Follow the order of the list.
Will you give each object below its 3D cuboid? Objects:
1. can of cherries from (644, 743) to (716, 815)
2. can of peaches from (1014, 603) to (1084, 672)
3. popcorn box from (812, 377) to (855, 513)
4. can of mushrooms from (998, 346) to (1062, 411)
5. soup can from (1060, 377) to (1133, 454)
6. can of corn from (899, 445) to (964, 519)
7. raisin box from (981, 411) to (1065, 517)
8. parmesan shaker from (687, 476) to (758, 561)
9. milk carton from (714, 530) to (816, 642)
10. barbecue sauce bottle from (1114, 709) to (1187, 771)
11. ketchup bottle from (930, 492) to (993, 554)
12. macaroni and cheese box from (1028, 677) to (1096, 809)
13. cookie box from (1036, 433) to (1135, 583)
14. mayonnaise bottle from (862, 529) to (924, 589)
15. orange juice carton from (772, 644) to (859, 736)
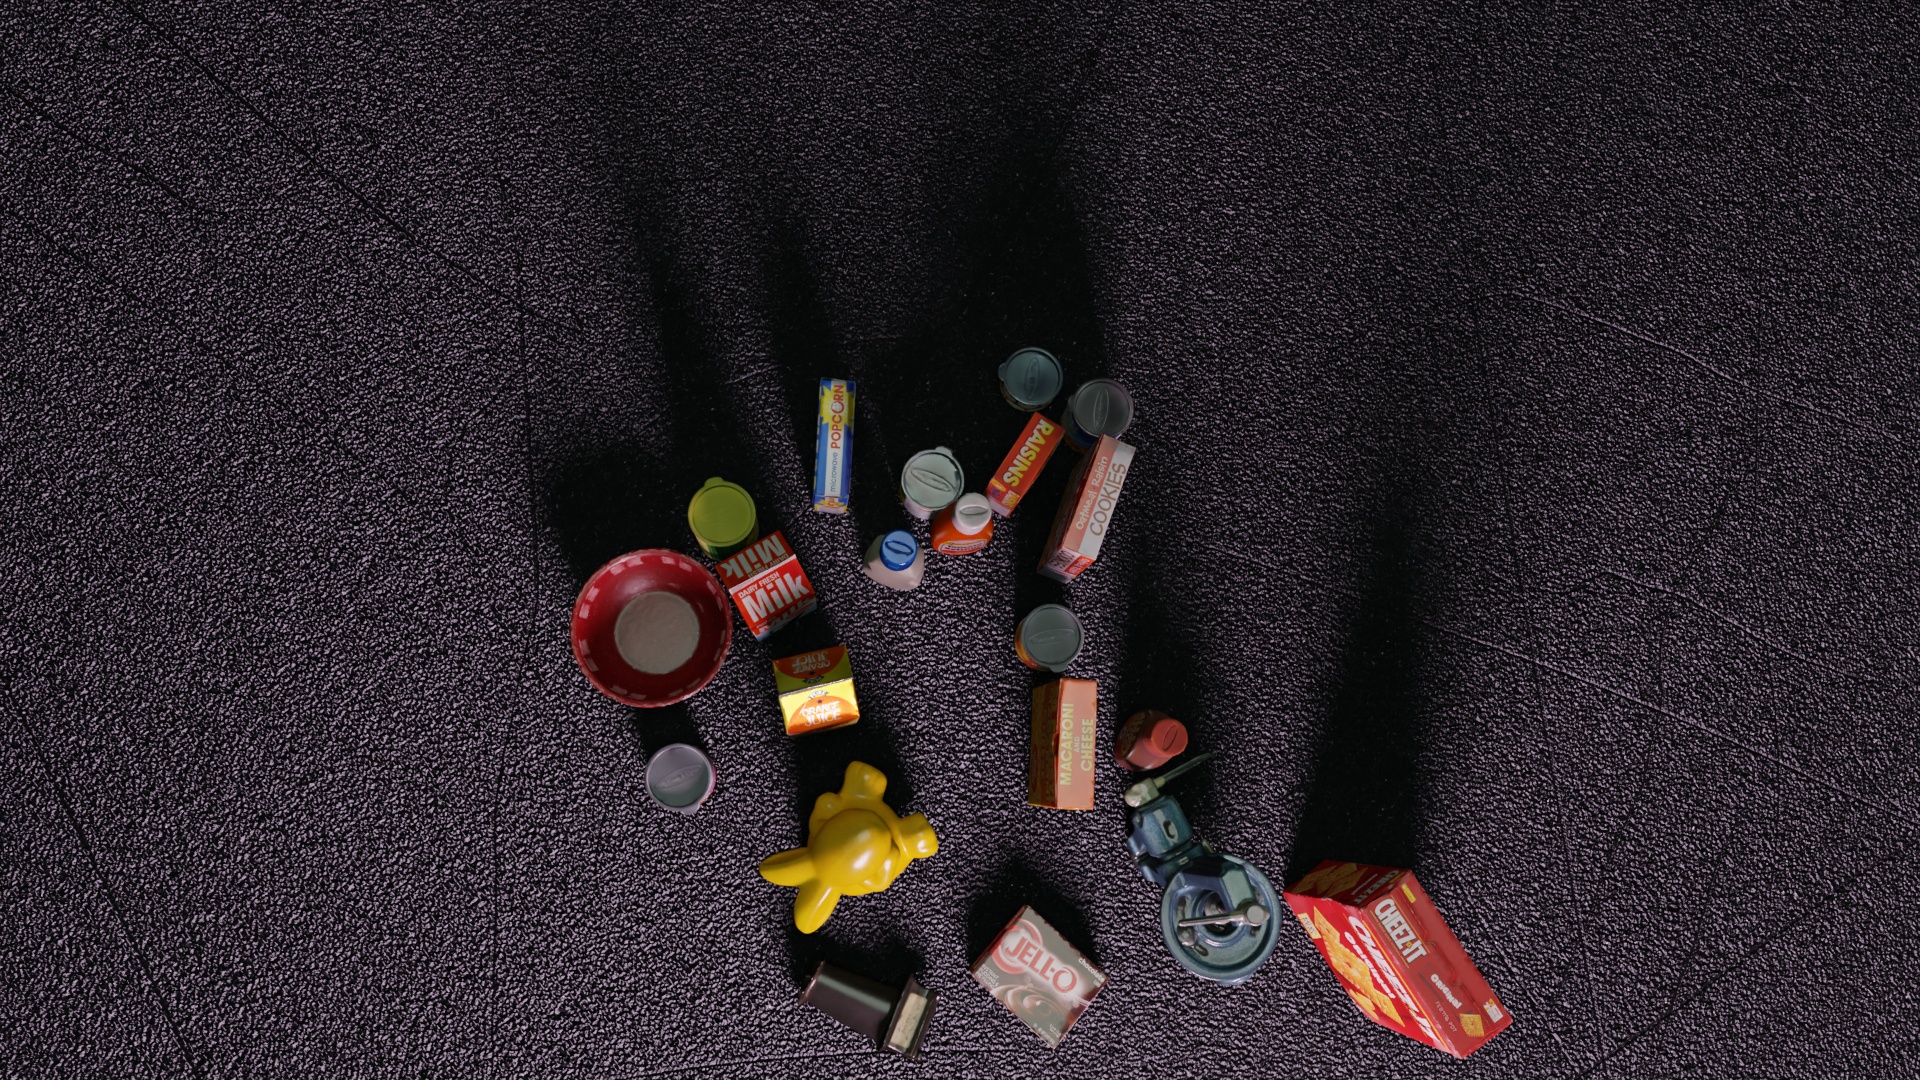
[{"bbox_3d":[-0.280,0.240,1.396,0.071,0.058,0.071,1,80,-6],"label":"can of cherries"},{"bbox_3d":[0.093,0.105,1.459,0.071,0.058,0.071,1,80,-6],"label":"can of peaches"},{"bbox_3d":[-0.133,-0.098,1.459,0.038,0.085,0.127,3,80,-5],"label":"popcorn box"},{"bbox_3d":[0.075,-0.177,1.521,0.071,0.033,0.071,1,80,-6],"label":"can of mushrooms"},{"bbox_3d":[0.143,-0.133,1.495,0.071,0.083,0.071,1,80,-6],"label":"soup can"},{"bbox_3d":[-0.030,-0.061,1.477,0.071,0.058,0.071,1,80,-6],"label":"can of corn"},{"bbox_3d":[0.064,-0.077,1.456,0.040,0.123,0.086,34,79,1],"label":"raisin box"},{"bbox_3d":[-0.242,-0.020,1.425,0.071,0.103,0.071,1,80,-6],"label":"parmesan shaker"},{"bbox_3d":[-0.191,0.045,1.373,0.072,0.190,0.073,-30,84,-10],"label":"milk carton"},{"bbox_3d":[0.195,0.201,1.405,0.044,0.148,0.065,27,79,-1],"label":"barbecue sauce bottle"},{"bbox_3d":[0.005,-0.018,1.426,0.065,0.148,0.043,-4,81,-6],"label":"ketchup bottle"},{"bbox_3d":[0.100,0.205,1.386,0.040,0.166,0.124,4,80,-5],"label":"macaroni and cheese box"},{"bbox_3d":[0.126,-0.030,1.431,0.040,0.167,0.123,21,79,-2],"label":"cookie box"},{"bbox_3d":[-0.065,0.019,1.413,0.065,0.148,0.041,19,79,-2],"label":"mayonnaise bottle"},{"bbox_3d":[-0.141,0.149,1.358,0.072,0.192,0.073,-12,82,-8],"label":"orange juice carton"}]
